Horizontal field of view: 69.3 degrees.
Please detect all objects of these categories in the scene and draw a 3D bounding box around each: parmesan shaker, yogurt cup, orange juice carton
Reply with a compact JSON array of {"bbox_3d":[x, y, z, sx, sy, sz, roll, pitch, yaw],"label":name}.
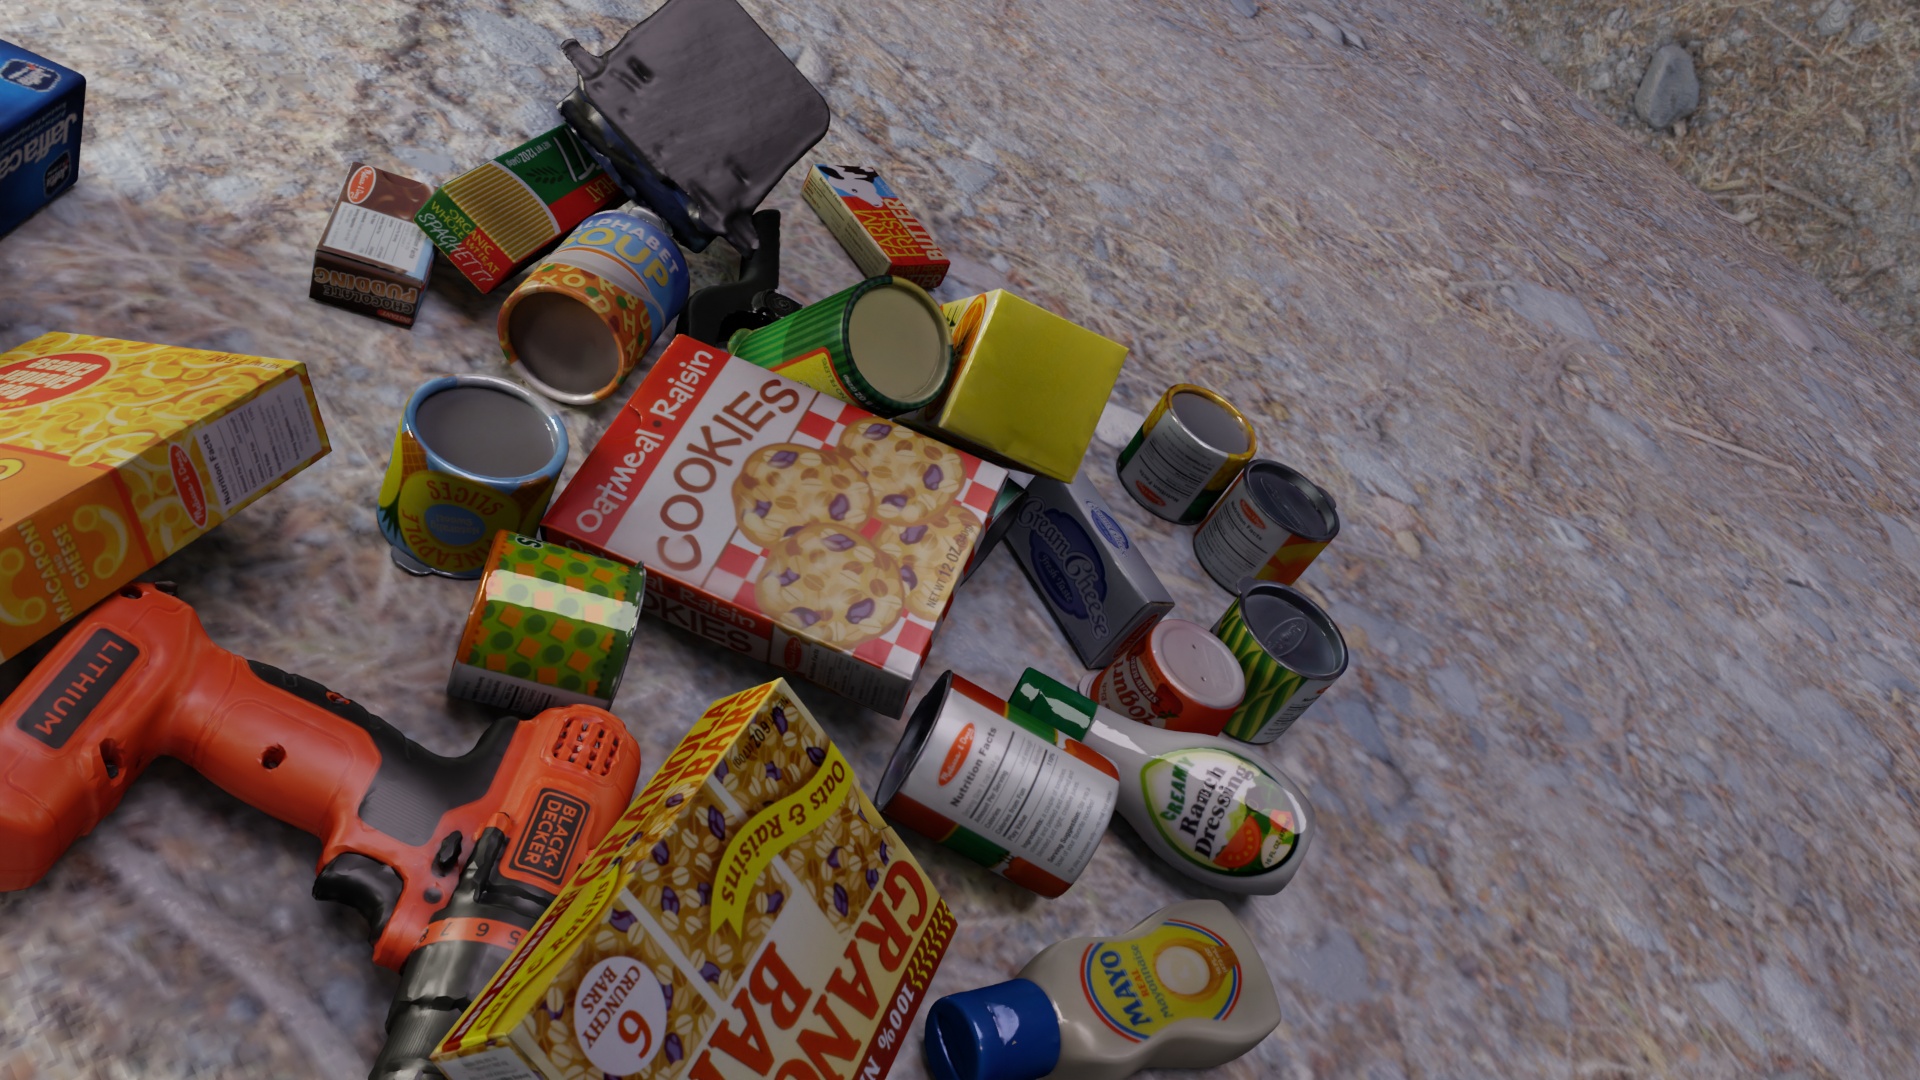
[{"bbox_3d":[-0.062,-0.087,0.679,0.071,0.103,0.071,8,78,-38],"label":"parmesan shaker"},{"bbox_3d":[0.103,0.076,0.684,0.072,0.053,0.073,20,39,-17],"label":"yogurt cup"},{"bbox_3d":[0.017,-0.082,0.742,0.072,0.073,0.193,23,1,-13],"label":"orange juice carton"}]

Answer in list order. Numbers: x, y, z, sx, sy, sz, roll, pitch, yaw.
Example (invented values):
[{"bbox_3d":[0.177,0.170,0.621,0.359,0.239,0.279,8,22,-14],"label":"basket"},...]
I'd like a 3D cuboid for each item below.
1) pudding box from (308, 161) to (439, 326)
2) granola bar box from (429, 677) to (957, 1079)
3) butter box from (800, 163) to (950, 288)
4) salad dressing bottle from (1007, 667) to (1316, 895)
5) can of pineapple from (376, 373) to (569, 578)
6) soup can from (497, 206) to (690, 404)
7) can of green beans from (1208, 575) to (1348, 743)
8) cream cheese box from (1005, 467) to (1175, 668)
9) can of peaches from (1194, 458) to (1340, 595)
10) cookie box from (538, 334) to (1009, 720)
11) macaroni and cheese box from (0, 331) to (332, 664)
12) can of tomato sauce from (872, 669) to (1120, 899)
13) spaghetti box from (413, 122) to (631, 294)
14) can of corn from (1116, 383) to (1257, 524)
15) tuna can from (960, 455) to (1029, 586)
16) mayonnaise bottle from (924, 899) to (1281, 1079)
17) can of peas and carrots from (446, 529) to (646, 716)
[{"bbox_3d":[-0.280,-0.145,0.675,0.050,0.030,0.084,15,41,-21],"label":"pudding box"},{"bbox_3d":[-0.072,0.143,0.454,0.124,0.039,0.166,57,34,-17],"label":"granola bar box"},{"bbox_3d":[-0.056,-0.204,0.905,0.053,0.024,0.104,-11,55,-42],"label":"butter box"},{"bbox_3d":[0.087,0.108,0.638,0.148,0.044,0.064,28,81,5],"label":"salad dressing bottle"},{"bbox_3d":[-0.202,-0.026,0.576,0.071,0.057,0.071,20,39,-17],"label":"can of pineapple"},{"bbox_3d":[-0.178,-0.117,0.683,0.071,0.071,0.084,28,38,-7],"label":"soup can"},{"bbox_3d":[0.160,0.064,0.734,0.071,0.057,0.071,20,39,-17],"label":"can of green beans"},{"bbox_3d":[0.064,0.011,0.728,0.024,0.053,0.104,2,47,-44],"label":"cream cheese box"},{"bbox_3d":[0.183,-0.005,0.827,0.071,0.057,0.071,20,38,-16],"label":"can of peaches"},{"bbox_3d":[-0.078,-0.011,0.614,0.167,0.040,0.123,23,54,3],"label":"cookie box"},{"bbox_3d":[-0.317,-0.015,0.454,0.124,0.040,0.167,8,33,18],"label":"macaroni and cheese box"},{"bbox_3d":[0.015,0.103,0.584,0.083,0.070,0.071,29,37,-6],"label":"can of tomato sauce"},{"bbox_3d":[-0.208,-0.203,0.765,0.050,0.028,0.251,48,30,-14],"label":"spaghetti box"},{"bbox_3d":[0.140,-0.055,0.850,0.071,0.058,0.071,20,39,-17],"label":"can of corn"},{"bbox_3d":[0.002,-0.009,0.697,0.033,0.070,0.071,38,37,8],"label":"tuna can"},{"bbox_3d":[0.056,0.183,0.543,0.148,0.041,0.065,0,50,-36],"label":"mayonnaise bottle"},{"bbox_3d":[-0.158,0.032,0.535,0.059,0.070,0.071,17,40,-19],"label":"can of peas and carrots"}]
